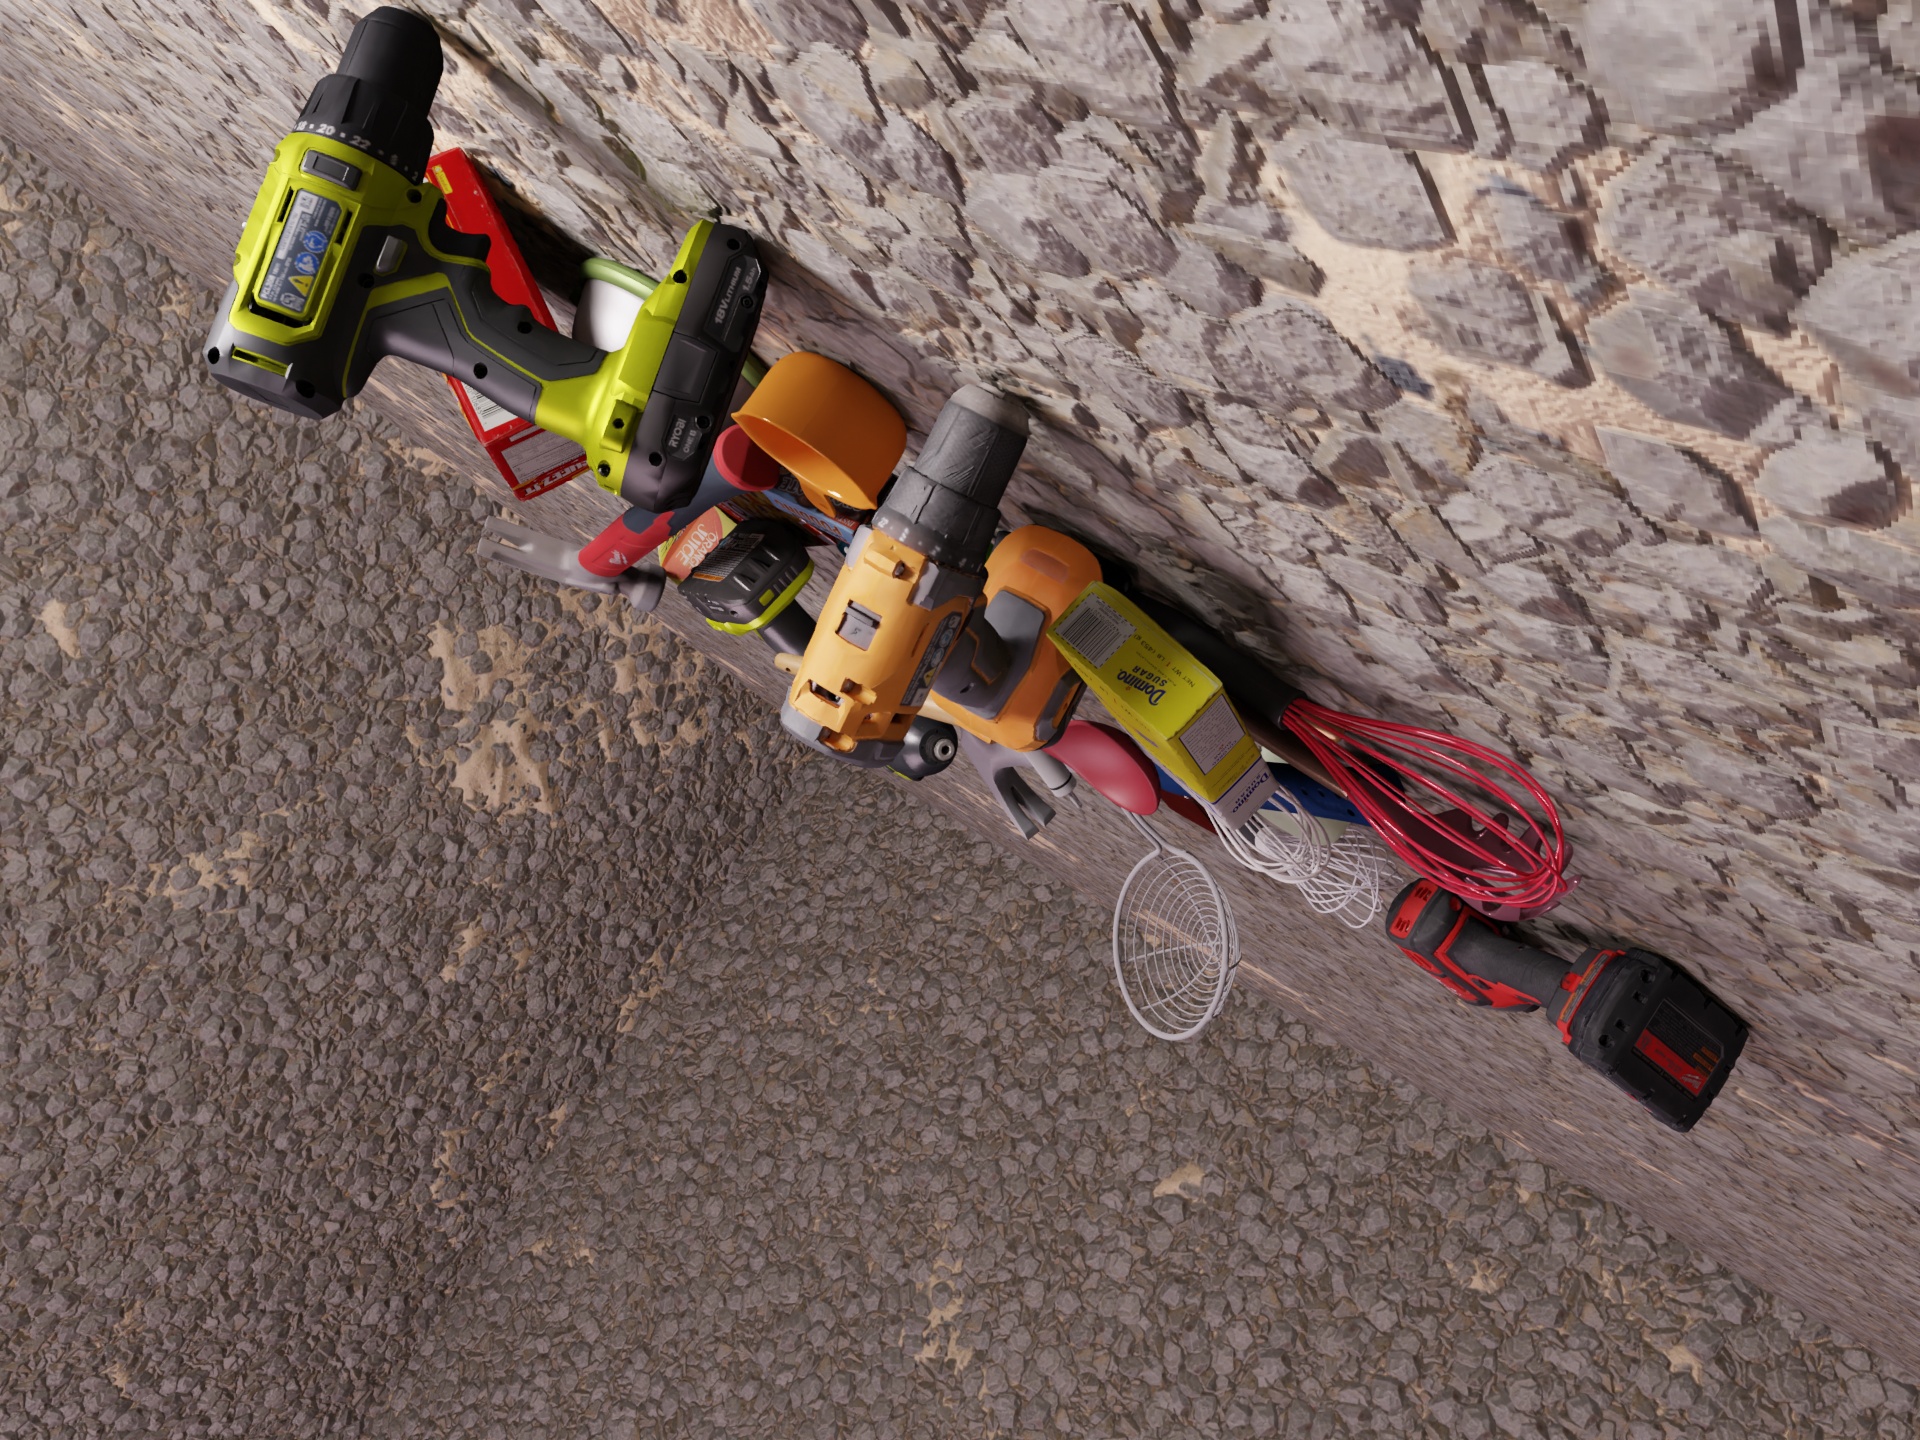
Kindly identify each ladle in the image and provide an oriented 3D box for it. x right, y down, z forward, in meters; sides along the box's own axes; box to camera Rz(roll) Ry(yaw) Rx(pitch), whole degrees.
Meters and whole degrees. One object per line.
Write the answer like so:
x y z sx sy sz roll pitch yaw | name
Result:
-0.002 -0.003 1.043 0.316 0.031 0.069 17 142 32 | ladle

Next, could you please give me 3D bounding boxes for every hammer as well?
0.133 0.038 1.095 0.406 0.035 0.144 6 131 54 | hammer
-0.224 -0.140 1.080 0.143 0.038 0.386 18 167 -23 | hammer

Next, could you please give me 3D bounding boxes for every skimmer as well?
0.072 0.046 1.053 0.363 0.090 0.127 56 153 -13 | skimmer

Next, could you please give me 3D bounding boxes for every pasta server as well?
0.206 0.020 0.913 0.316 0.060 0.040 37 149 31 | pasta server

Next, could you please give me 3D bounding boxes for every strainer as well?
-0.172 -0.208 0.931 0.151 0.069 0.256 35 175 -15 | strainer
0.015 -0.033 1.089 0.258 0.050 0.087 53 -177 -24 | strainer

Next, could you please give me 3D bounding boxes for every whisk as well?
0.254 0.101 1.230 0.070 0.070 0.285 35 177 -14 | whisk
0.190 0.004 0.836 0.296 0.073 0.073 37 176 34 | whisk
0.133 0.009 0.980 0.247 0.059 0.057 48 146 27 | whisk

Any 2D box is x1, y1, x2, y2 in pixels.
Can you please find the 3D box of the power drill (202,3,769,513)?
-0.211 -0.210 0.743 0.228 0.190 0.080 20 175 -9 | power drill

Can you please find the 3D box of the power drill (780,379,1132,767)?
0.012 -0.068 0.810 0.084 0.185 0.226 30 -168 23 | power drill

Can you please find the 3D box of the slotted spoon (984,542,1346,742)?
0.085 -0.062 0.946 0.314 0.031 0.070 28 -156 18 | slotted spoon

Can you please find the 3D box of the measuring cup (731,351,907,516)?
-0.072 -0.157 0.913 0.095 0.052 0.173 33 175 3 | measuring cup

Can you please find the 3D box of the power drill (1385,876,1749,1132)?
0.397 0.183 1.063 0.143 0.078 0.220 36 175 -25 | power drill

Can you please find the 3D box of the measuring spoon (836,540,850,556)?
-0.077 -0.137 1.194 0.042 0.021 0.128 34 175 -5 | measuring spoon

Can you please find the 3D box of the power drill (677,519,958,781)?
-0.098 -0.045 1.204 0.223 0.080 0.171 46 168 -23 | power drill

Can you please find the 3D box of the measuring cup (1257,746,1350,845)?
0.237 0.056 1.035 0.083 0.038 0.167 34 175 -10 | measuring cup
